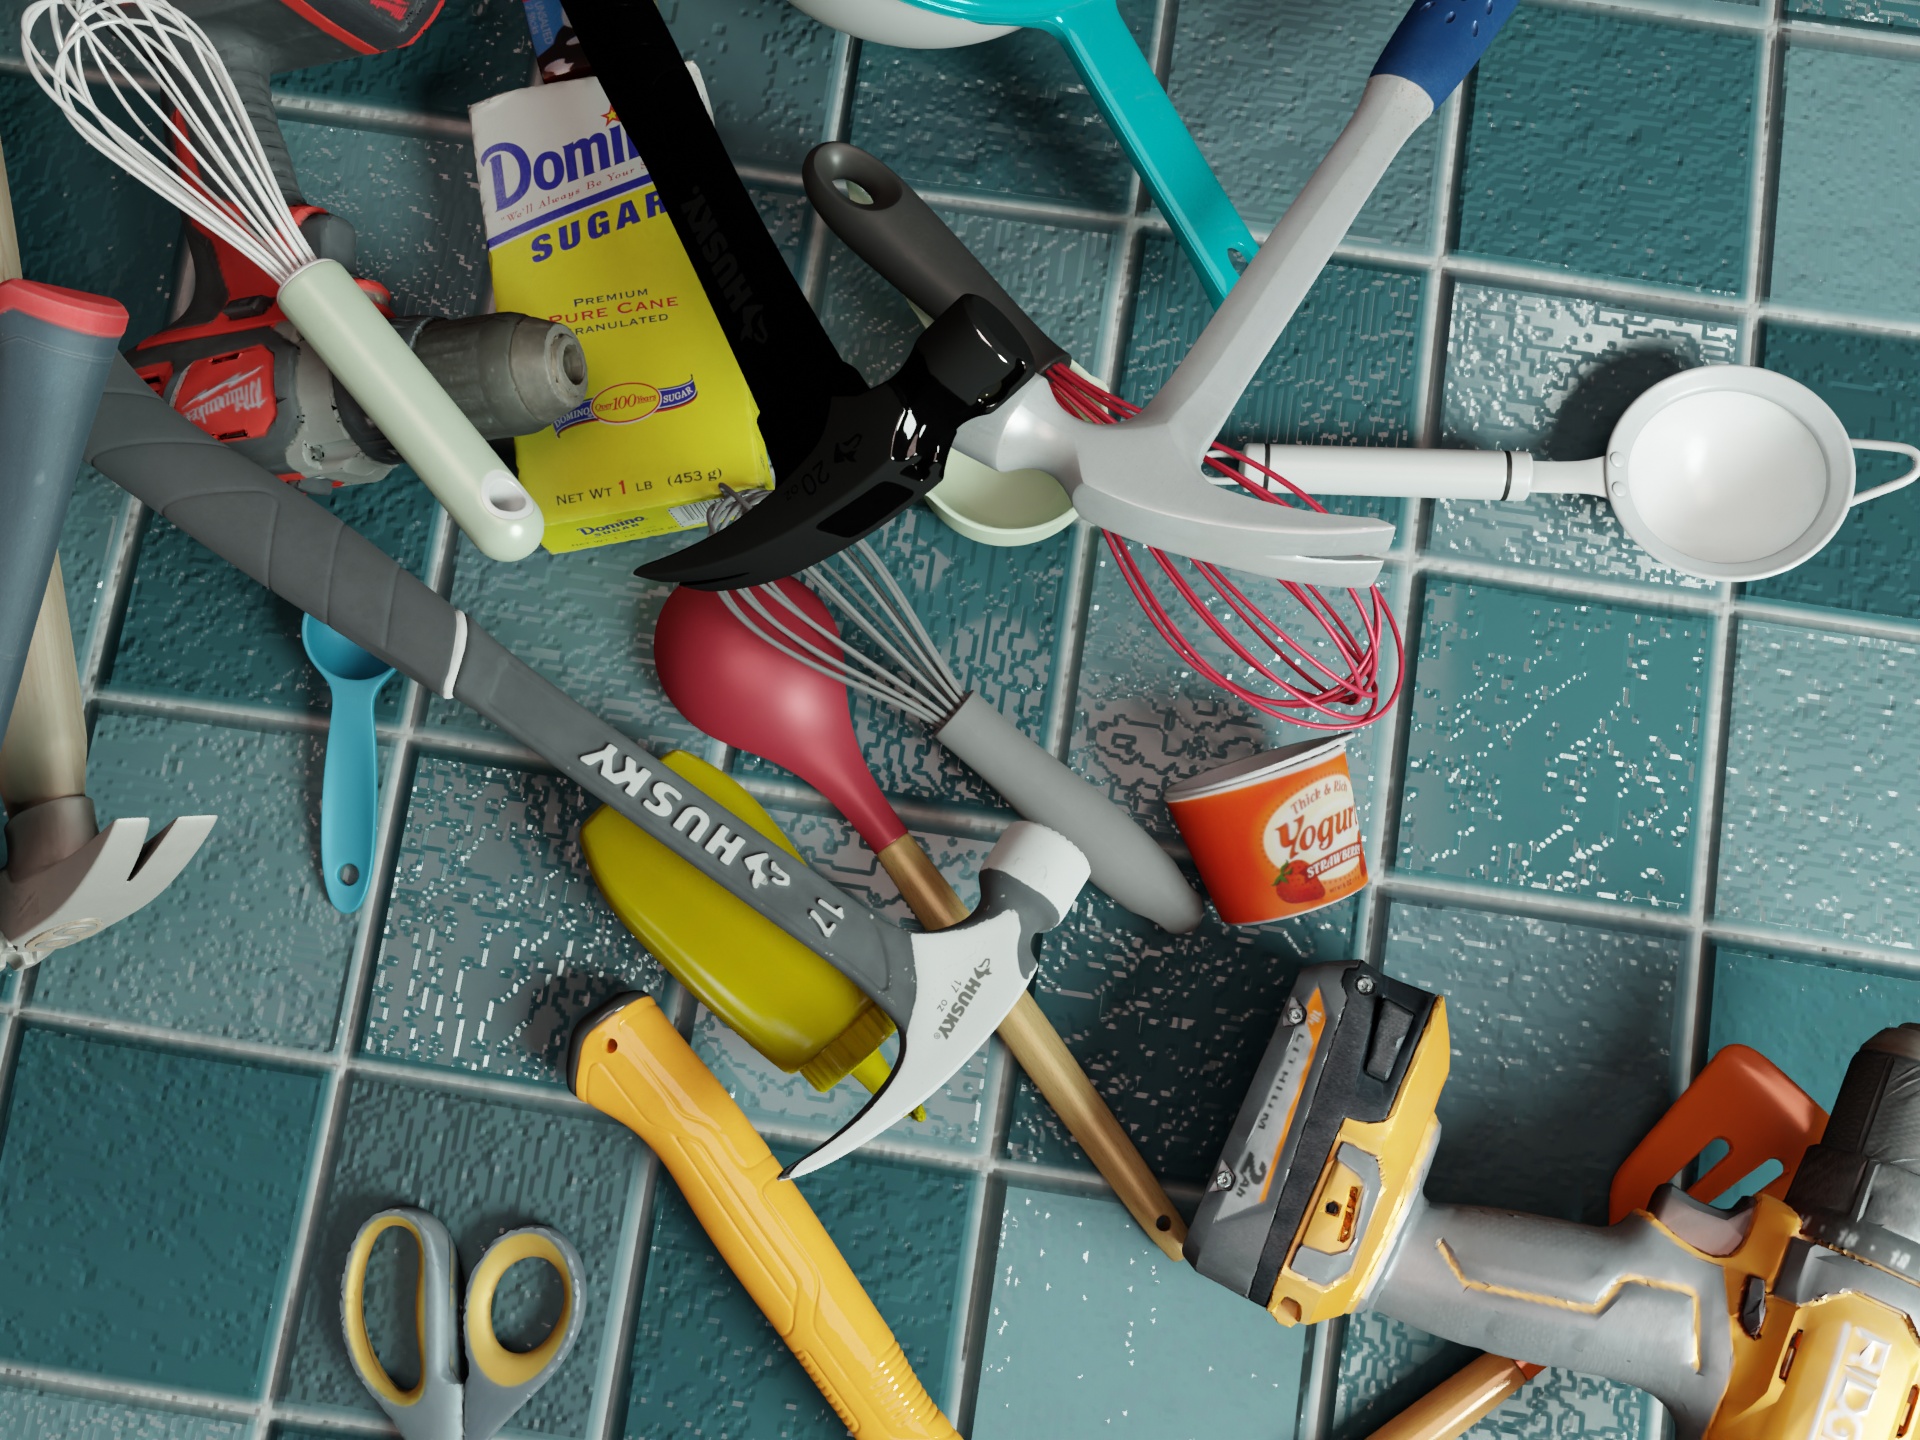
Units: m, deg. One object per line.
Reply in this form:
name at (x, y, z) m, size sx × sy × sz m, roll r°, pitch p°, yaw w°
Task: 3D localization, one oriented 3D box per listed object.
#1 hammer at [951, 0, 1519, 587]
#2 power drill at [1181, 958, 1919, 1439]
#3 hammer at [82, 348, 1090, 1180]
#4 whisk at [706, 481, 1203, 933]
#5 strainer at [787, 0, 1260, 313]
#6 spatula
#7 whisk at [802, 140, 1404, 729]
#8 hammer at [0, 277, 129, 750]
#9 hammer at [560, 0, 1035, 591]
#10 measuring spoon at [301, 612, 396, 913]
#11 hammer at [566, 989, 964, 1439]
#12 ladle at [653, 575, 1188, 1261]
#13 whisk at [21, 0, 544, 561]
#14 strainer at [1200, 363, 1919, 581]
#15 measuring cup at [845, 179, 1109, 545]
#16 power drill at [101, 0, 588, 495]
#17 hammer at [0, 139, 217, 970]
hammer at (0.158, -0.214, 0.570) m, size 0.144 × 0.035 × 0.406 m, roll 29°, pitch 67°, yaw 13°
power drill at (0.210, 0.155, 0.525) m, size 0.226 × 0.084 × 0.185 m, roll 23°, pitch 78°, yaw 18°
hammer at (-0.158, -0.006, 0.537) m, size 0.409 × 0.036 × 0.149 m, roll 35°, pitch 67°, yaw -1°
whisk at (0.000, -0.003, 0.580) m, size 0.239 × 0.055 × 0.055 m, roll 41°, pitch 84°, yaw -6°
strainer at (0.006, -0.285, 0.610) m, size 0.211 × 0.095 × 0.340 m, roll -35°, pitch 95°, yaw -28°
spatula at (0.175, 0.239, 0.558) m, size 0.322 × 0.041 × 0.081 m, roll -35°, pitch 65°, yaw -3°
whisk at (0.044, -0.108, 0.565) m, size 0.073 × 0.073 × 0.296 m, roll -42°, pitch 78°, yaw -5°
hammer at (-0.326, 0.052, 0.511) m, size 0.143 × 0.038 × 0.386 m, roll 28°, pitch 103°, yaw 21°
hammer at (-0.102, -0.197, 0.557) m, size 0.146 × 0.035 × 0.335 m, roll -38°, pitch 65°, yaw 25°
measuring spoon at (-0.230, 0.009, 0.610) m, size 0.042 × 0.021 × 0.128 m, roll 3°, pitch 91°, yaw 0°
hammer at (-0.023, 0.230, 0.554) m, size 0.127 × 0.034 × 0.337 m, roll -39°, pitch 80°, yaw 3°
ladle at (-0.011, 0.068, 0.593) m, size 0.069 × 0.031 × 0.315 m, roll -36°, pitch 85°, yaw -8°
whisk at (-0.222, -0.150, 0.528) m, size 0.246 × 0.059 × 0.058 m, roll 51°, pitch 45°, yaw 0°
strainer at (0.219, -0.094, 0.607) m, size 0.258 × 0.050 × 0.087 m, roll 3°, pitch 76°, yaw 7°
measuring cup at (-0.003, -0.143, 0.618) m, size 0.083 × 0.038 × 0.168 m, roll -27°, pitch 80°, yaw -3°
power drill at (-0.229, -0.197, 0.584) m, size 0.188 × 0.080 × 0.227 m, roll -4°, pitch 88°, yaw 17°
hammer at (-0.353, -0.123, 0.588) m, size 0.146 × 0.038 × 0.411 m, roll -24°, pitch 75°, yaw 36°
